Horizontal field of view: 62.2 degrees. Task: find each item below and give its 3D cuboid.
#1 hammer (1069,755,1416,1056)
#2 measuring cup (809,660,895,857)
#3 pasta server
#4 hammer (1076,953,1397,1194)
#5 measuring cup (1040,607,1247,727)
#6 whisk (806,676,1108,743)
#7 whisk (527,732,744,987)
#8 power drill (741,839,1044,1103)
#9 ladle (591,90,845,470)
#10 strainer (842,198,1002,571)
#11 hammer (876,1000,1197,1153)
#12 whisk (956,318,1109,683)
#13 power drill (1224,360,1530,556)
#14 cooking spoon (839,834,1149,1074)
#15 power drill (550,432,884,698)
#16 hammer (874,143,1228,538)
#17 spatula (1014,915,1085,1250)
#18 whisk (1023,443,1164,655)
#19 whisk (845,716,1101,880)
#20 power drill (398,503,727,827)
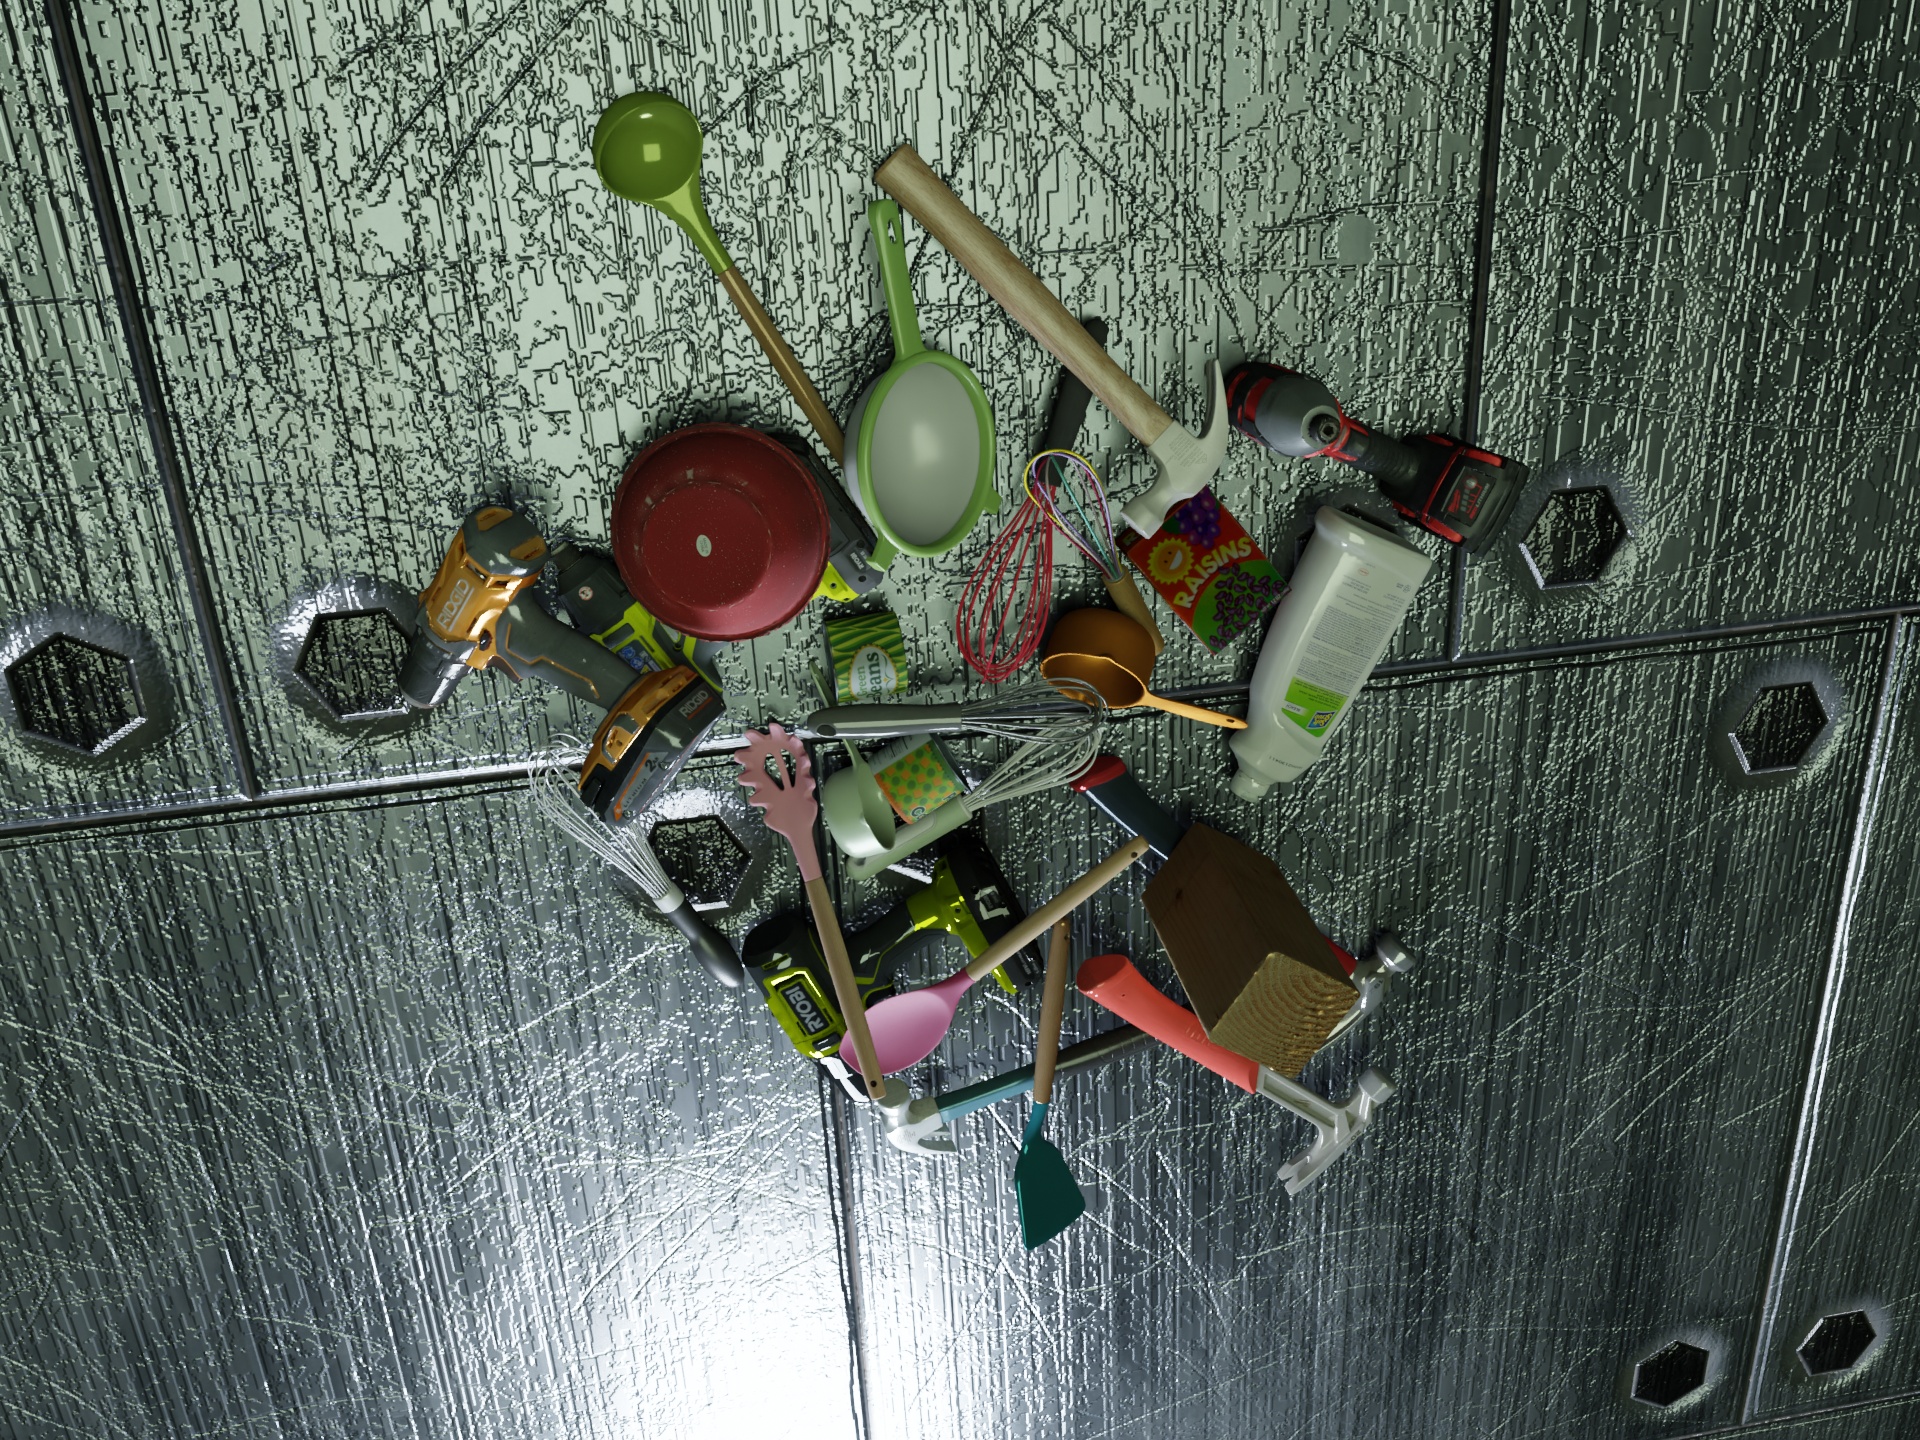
[{"bbox_3d":[0.233,0.162,1.417,0.386,0.038,0.143,37,103,-22],"label":"hammer"},{"bbox_3d":[-0.102,0.034,1.291,0.038,0.083,0.167,-21,99,14],"label":"measuring cup"},{"bbox_3d":[-0.113,0.155,1.287,0.060,0.040,0.316,-17,89,6],"label":"pasta server"},{"bbox_3d":[0.234,0.310,1.434,0.358,0.037,0.149,33,105,-28],"label":"hammer"},{"bbox_3d":[0.153,-0.040,1.279,0.173,0.095,0.052,17,67,-3],"label":"measuring cup"},{"bbox_3d":[-0.002,-0.004,1.256,0.239,0.055,0.055,-3,113,-5],"label":"whisk"},{"bbox_3d":[-0.257,0.121,1.300,0.070,0.070,0.284,-31,120,3],"label":"whisk"},{"bbox_3d":[-0.049,0.219,1.367,0.228,0.080,0.190,-27,115,4],"label":"power drill"},{"bbox_3d":[-0.153,-0.299,1.141,0.078,0.062,0.319,-32,117,2],"label":"ladle"},{"bbox_3d":[-0.052,-0.246,1.159,0.151,0.069,0.256,-33,122,-42],"label":"strainer"},{"bbox_3d":[0.087,0.312,1.435,0.331,0.033,0.128,-18,142,-9],"label":"hammer"},{"bbox_3d":[0.060,-0.167,1.237,0.073,0.073,0.295,14,104,-16],"label":"whisk"},{"bbox_3d":[0.316,-0.207,1.222,0.219,0.143,0.078,20,105,-20],"label":"power drill"},{"bbox_3d":[0.028,0.194,1.312,0.319,0.017,0.068,-39,111,13],"label":"cooking spoon"},{"bbox_3d":[-0.184,-0.110,1.202,0.223,0.080,0.171,-34,110,7],"label":"power drill"},{"bbox_3d":[0.069,-0.293,1.169,0.331,0.031,0.130,43,93,-13],"label":"hammer"},{"bbox_3d":[0.082,0.310,1.373,0.082,0.044,0.317,-20,124,-41],"label":"spatula"},{"bbox_3d":[0.109,-0.128,1.235,0.047,0.051,0.244,-37,137,-1],"label":"whisk"},{"bbox_3d":[0.010,0.067,1.331,0.246,0.058,0.059,-30,145,7],"label":"whisk"},{"bbox_3d":[-0.306,-0.024,1.170,0.226,0.084,0.185,41,124,-2],"label":"power drill"}]
